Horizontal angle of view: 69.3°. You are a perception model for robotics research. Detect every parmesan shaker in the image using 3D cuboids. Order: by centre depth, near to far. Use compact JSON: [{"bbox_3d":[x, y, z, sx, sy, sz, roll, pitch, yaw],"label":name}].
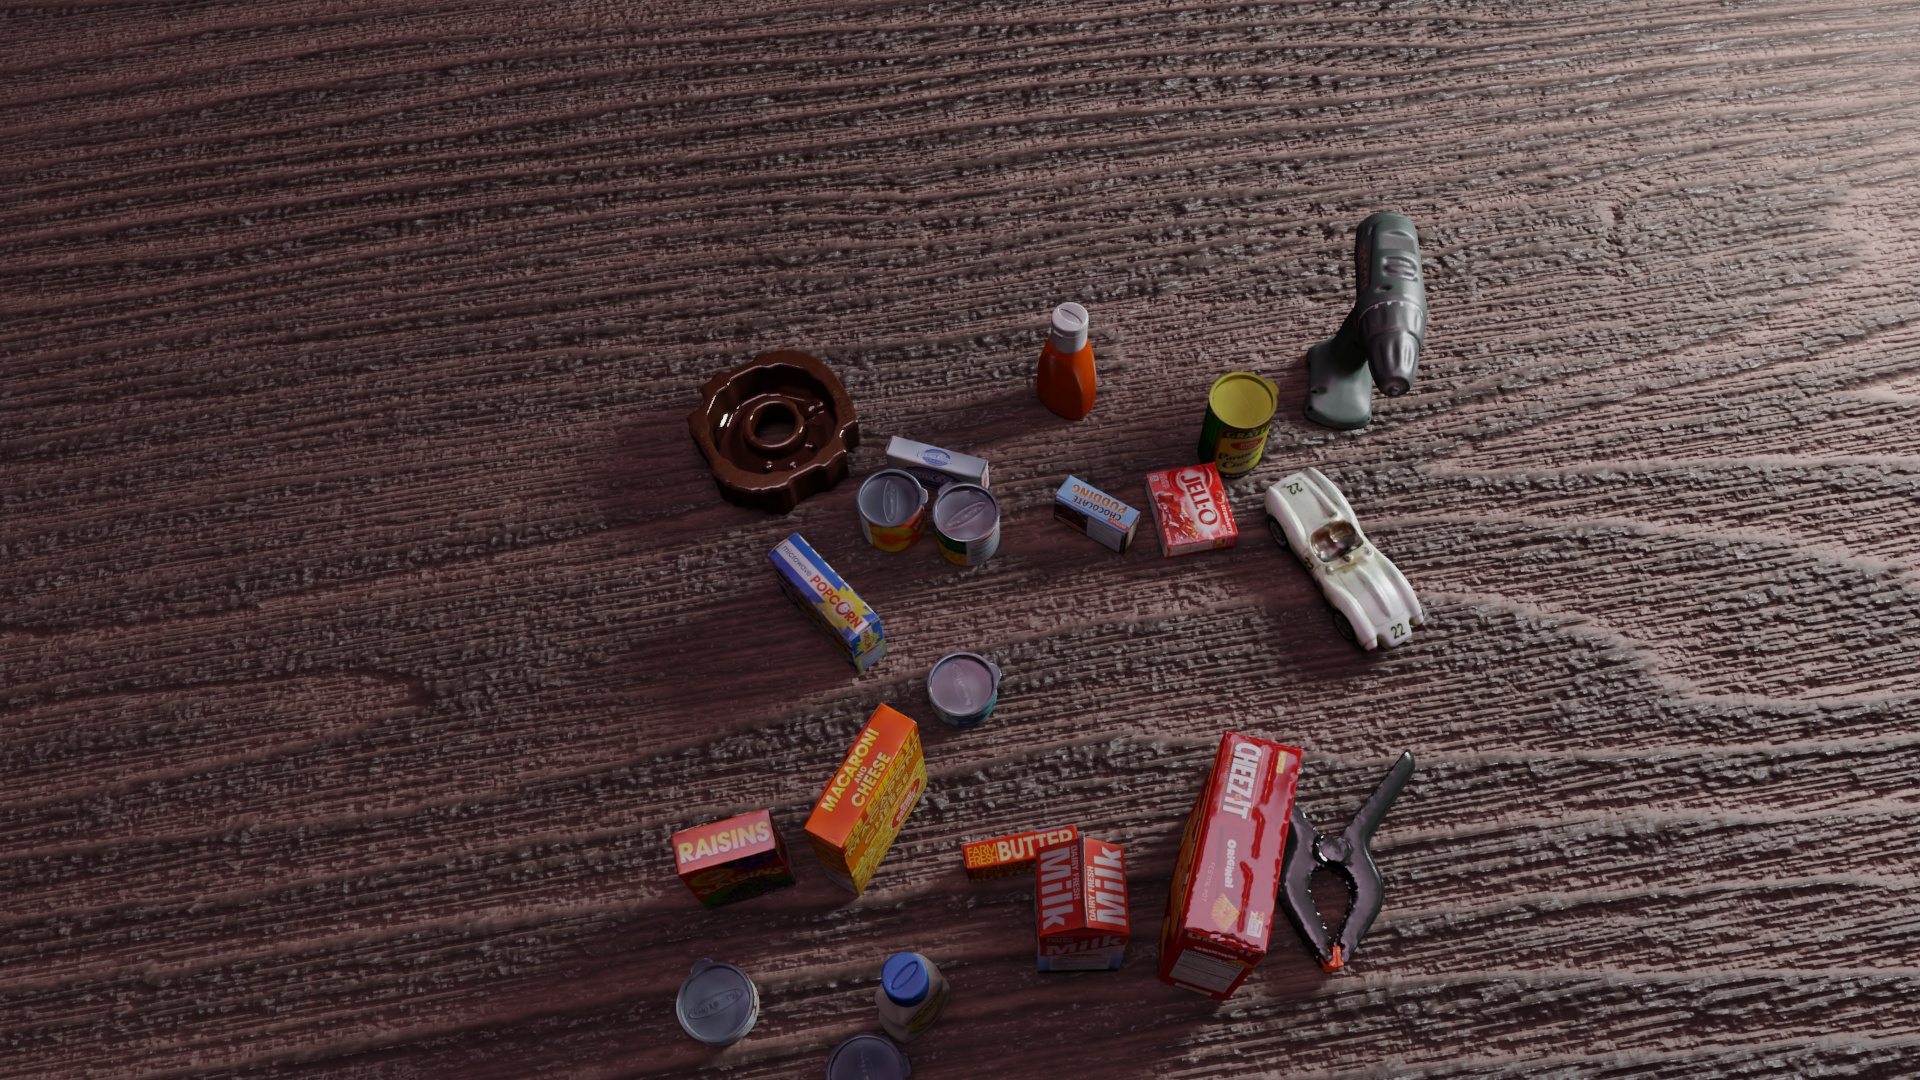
[{"bbox_3d":[0.281,-0.116,1.406,0.071,0.102,0.071,-1,62,2],"label":"parmesan shaker"}]

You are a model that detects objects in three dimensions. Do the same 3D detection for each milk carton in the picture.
[{"bbox_3d":[0.098,0.301,1.142,0.073,0.189,0.072,-2,62,1],"label":"milk carton"}]

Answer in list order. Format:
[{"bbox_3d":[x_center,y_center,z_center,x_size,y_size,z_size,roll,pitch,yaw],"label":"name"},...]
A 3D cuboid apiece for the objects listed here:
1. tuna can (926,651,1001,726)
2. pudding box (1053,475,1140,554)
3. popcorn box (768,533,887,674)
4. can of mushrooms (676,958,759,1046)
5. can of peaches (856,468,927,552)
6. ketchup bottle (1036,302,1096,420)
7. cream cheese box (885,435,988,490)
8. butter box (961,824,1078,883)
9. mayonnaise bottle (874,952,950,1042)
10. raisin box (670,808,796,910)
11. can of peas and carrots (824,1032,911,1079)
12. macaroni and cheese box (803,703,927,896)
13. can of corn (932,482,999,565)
[{"bbox_3d":[0.004,0.141,1.320,0.071,0.032,0.071,-1,62,2],"label":"tuna can"},{"bbox_3d":[0.136,-0.026,1.394,0.084,0.049,0.030,29,67,16],"label":"pudding box"},{"bbox_3d":[-0.128,0.061,1.338,0.038,0.085,0.127,-39,67,-17],"label":"popcorn box"},{"bbox_3d":[-0.208,0.396,1.192,0.071,0.033,0.071,-1,62,2],"label":"can of mushrooms"},{"bbox_3d":[-0.067,-0.029,1.399,0.071,0.057,0.071,-1,62,2],"label":"can of peaches"},{"bbox_3d":[0.110,-0.184,1.424,0.065,0.148,0.044,35,69,19],"label":"ketchup bottle"},{"bbox_3d":[-0.024,-0.073,1.423,0.104,0.053,0.024,15,64,10],"label":"cream cheese box"},{"bbox_3d":[0.054,0.278,1.233,0.103,0.053,0.024,-10,62,-3],"label":"butter box"},{"bbox_3d":[-0.041,0.370,1.134,0.041,0.147,0.065,41,71,20],"label":"mayonnaise bottle"},{"bbox_3d":[-0.194,0.277,1.204,0.086,0.123,0.040,-14,63,-5],"label":"raisin box"},{"bbox_3d":[-0.073,0.444,1.147,0.071,0.058,0.071,-1,62,2],"label":"can of peas and carrots"},{"bbox_3d":[-0.079,0.227,1.202,0.040,0.165,0.124,26,66,15],"label":"macaroni and cheese box"},{"bbox_3d":[0.005,-0.017,1.390,0.071,0.058,0.071,-1,62,2],"label":"can of corn"}]
